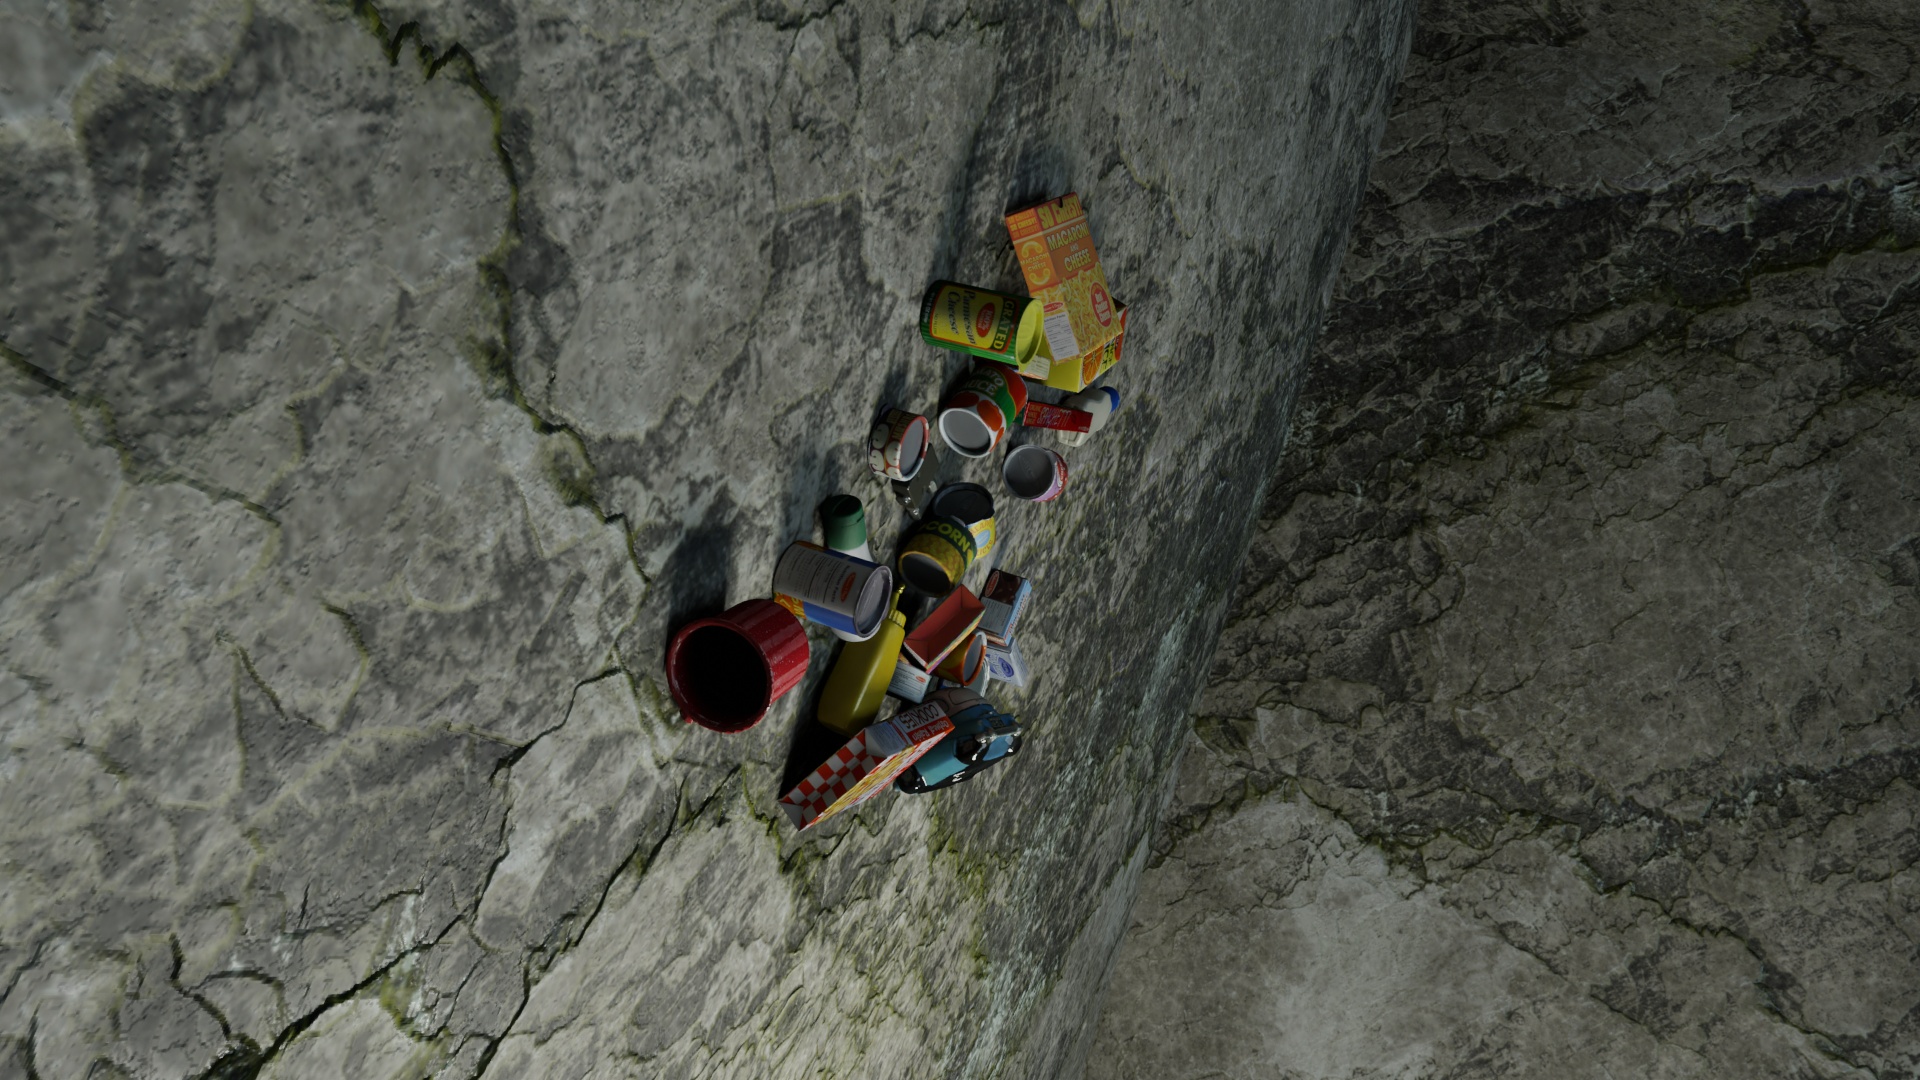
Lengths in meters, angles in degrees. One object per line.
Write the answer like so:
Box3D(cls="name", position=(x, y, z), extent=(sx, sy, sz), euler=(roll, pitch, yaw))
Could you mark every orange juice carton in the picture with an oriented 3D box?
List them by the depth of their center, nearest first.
Box3D(cls="orange juice carton", position=(0.147, -0.244, 1.676), extent=(0.193, 0.073, 0.071), euler=(-41, 141, -56))

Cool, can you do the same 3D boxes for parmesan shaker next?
Box3D(cls="parmesan shaker", position=(0.020, -0.207, 1.337), extent=(0.071, 0.103, 0.071), euler=(14, 91, -69))

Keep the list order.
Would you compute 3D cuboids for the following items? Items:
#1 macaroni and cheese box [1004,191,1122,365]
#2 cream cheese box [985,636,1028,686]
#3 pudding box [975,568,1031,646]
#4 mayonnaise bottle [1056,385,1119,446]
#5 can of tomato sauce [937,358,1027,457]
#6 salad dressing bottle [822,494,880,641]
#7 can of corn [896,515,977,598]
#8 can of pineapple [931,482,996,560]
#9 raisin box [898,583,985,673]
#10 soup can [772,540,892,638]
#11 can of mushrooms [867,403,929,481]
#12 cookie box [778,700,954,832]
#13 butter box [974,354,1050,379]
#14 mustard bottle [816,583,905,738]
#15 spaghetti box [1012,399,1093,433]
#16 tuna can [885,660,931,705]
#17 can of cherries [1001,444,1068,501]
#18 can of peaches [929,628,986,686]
Box3D(cls="macaroni and cheese box", position=(0.115, -0.287, 1.509), extent=(0.124, 0.040, 0.166), euler=(-38, 112, -56))
Box3D(cls="cream cheese box", position=(0.050, 0.147, 1.741), extent=(0.103, 0.053, 0.024), euler=(68, 40, -58))
Box3D(cls="pudding box", position=(0.049, 0.081, 1.696), extent=(0.030, 0.050, 0.084), euler=(63, 46, -63))
Box3D(cls="mayonnaise bottle", position=(0.171, -0.171, 1.838), extent=(0.149, 0.041, 0.064), euler=(-38, 140, -59))
Box3D(cls="can of tomato sauce", position=(0.022, -0.138, 1.448), extent=(0.083, 0.071, 0.070), euler=(-56, 153, -39))
Box3D(cls="salad dressing bottle", position=(-0.102, 0.026, 1.283), extent=(0.064, 0.044, 0.146), euler=(-50, 148, -43))
Box3D(cls="can of corn", position=(-0.024, 0.016, 1.438), extent=(0.058, 0.071, 0.070), euler=(-55, 152, -40))
Box3D(cls="can of pineapple", position=(0.005, -0.019, 1.485), extent=(0.071, 0.071, 0.057), euler=(-57, 154, -37))
Box3D(cls="raisin box", position=(-0.021, 0.097, 1.454), extent=(0.086, 0.040, 0.123), euler=(-45, 174, -13))
Box3D(cls="soup can", position=(-0.111, 0.043, 1.213), extent=(0.072, 0.084, 0.071), euler=(-51, 150, -46))
Box3D(cls="can of mushrooms", position=(-0.058, -0.093, 1.319), extent=(0.071, 0.033, 0.070), euler=(-50, 149, -46))
Box3D(cls="cookie box", position=(-0.090, 0.220, 1.374), extent=(0.122, 0.040, 0.168), euler=(-42, 168, 18))
Box3D(cls="butter box", position=(0.058, -0.196, 1.513), extent=(0.103, 0.053, 0.024), euler=(0, 102, -69))
Box3D(cls="mustard bottle", position=(-0.090, 0.114, 1.369), extent=(0.065, 0.049, 0.161), euler=(62, 47, -62))
Box3D(cls="spaghetti box", position=(0.097, -0.150, 1.649), extent=(0.250, 0.050, 0.028), euler=(-6, 109, -68))
Box3D(cls="tuna can", position=(-0.068, 0.142, 1.426), extent=(0.033, 0.071, 0.071), euler=(-68, 159, -12))
Box3D(cls="can of cherries", position=(0.092, -0.081, 1.658), extent=(0.058, 0.071, 0.071), euler=(6, 100, -69))
Box3D(cls="can of peaches", position=(-0.010, 0.128, 1.567), extent=(0.071, 0.058, 0.071), euler=(14, 91, -70))
